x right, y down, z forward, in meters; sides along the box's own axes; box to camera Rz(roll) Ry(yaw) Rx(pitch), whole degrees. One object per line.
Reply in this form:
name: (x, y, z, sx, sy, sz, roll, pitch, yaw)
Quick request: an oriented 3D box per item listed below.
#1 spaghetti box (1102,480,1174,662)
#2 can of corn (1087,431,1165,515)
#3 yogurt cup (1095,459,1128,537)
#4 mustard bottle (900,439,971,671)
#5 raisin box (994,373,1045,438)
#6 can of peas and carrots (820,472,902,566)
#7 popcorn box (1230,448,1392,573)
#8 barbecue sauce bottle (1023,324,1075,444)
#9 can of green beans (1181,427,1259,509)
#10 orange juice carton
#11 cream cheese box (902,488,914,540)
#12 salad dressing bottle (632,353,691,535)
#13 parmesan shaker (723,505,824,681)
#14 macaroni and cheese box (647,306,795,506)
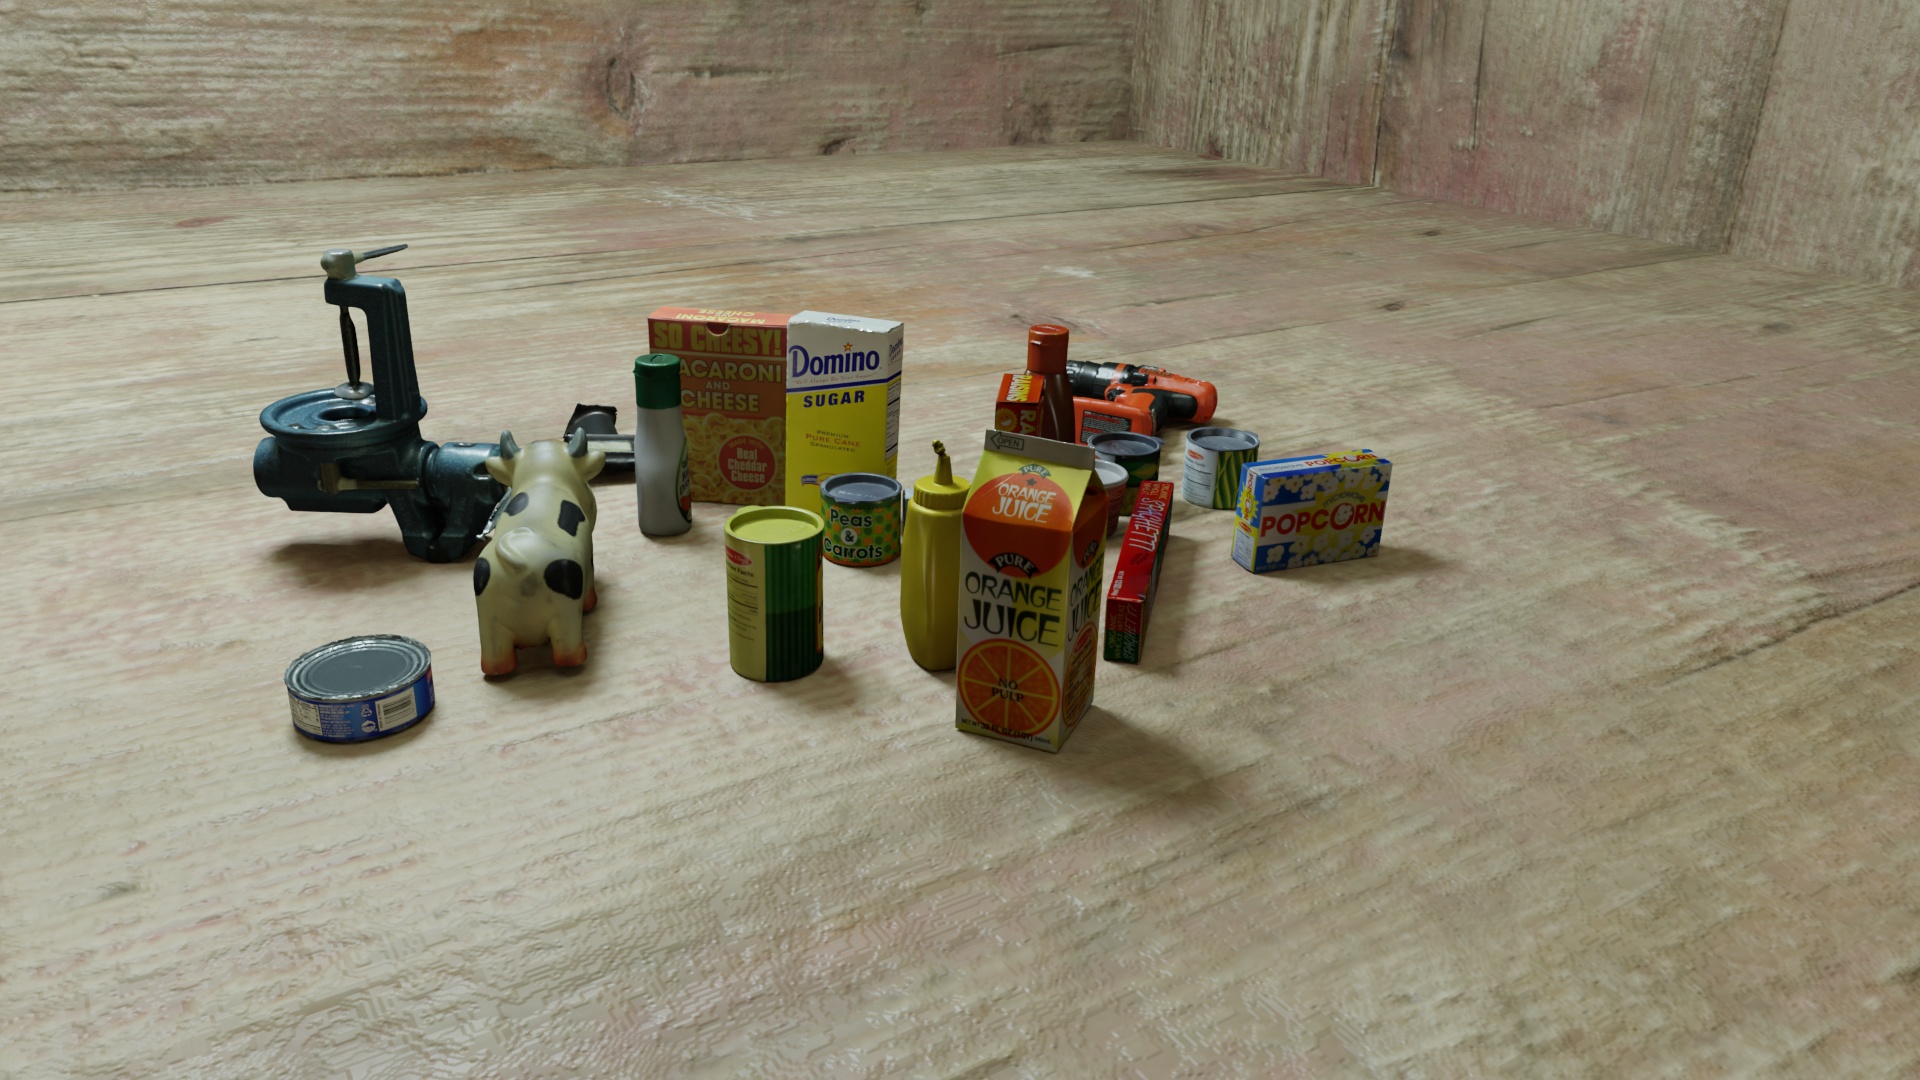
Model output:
spaghetti box: (0.141, 0.017, 1.078, 0.029, 0.050, 0.251, 6, 23, 11)
can of corn: (0.148, -0.061, 1.252, 0.071, 0.058, 0.071, 2, 23, -1)
yogurt cup: (0.109, -0.035, 1.194, 0.072, 0.053, 0.073, 2, 23, -1)
mustard bottle: (-0.012, 0.008, 0.947, 0.049, 0.159, 0.065, -8, 24, -22)
raisin box: (0.049, -0.072, 1.188, 0.040, 0.122, 0.086, 4, 23, 6)
can of peas and carrots: (-0.081, -0.016, 1.128, 0.071, 0.058, 0.071, 2, 23, -1)
popcorn box: (0.289, -0.025, 1.144, 0.127, 0.085, 0.038, -7, 24, -21)
barbecue sauce bottle: (0.077, -0.122, 1.275, 0.065, 0.148, 0.044, 21, 29, 38)
can of green beans: (0.238, -0.067, 1.273, 0.071, 0.057, 0.071, 2, 23, -1)
orange juice carton: (0.045, 0.026, 0.866, 0.072, 0.191, 0.073, 11, 24, 21)
cream cheese box: (0.004, -0.014, 1.137, 0.104, 0.053, 0.024, 1, 23, -2)
salad dressing bottle: (-0.248, -0.079, 1.150, 0.044, 0.147, 0.064, 1, 23, -2)
parmesan shaker: (-0.127, 0.035, 0.947, 0.071, 0.102, 0.071, 2, 23, -1)
macaroni and cheese box: (-0.205, -0.116, 1.215, 0.124, 0.165, 0.040, 4, 23, 6)
